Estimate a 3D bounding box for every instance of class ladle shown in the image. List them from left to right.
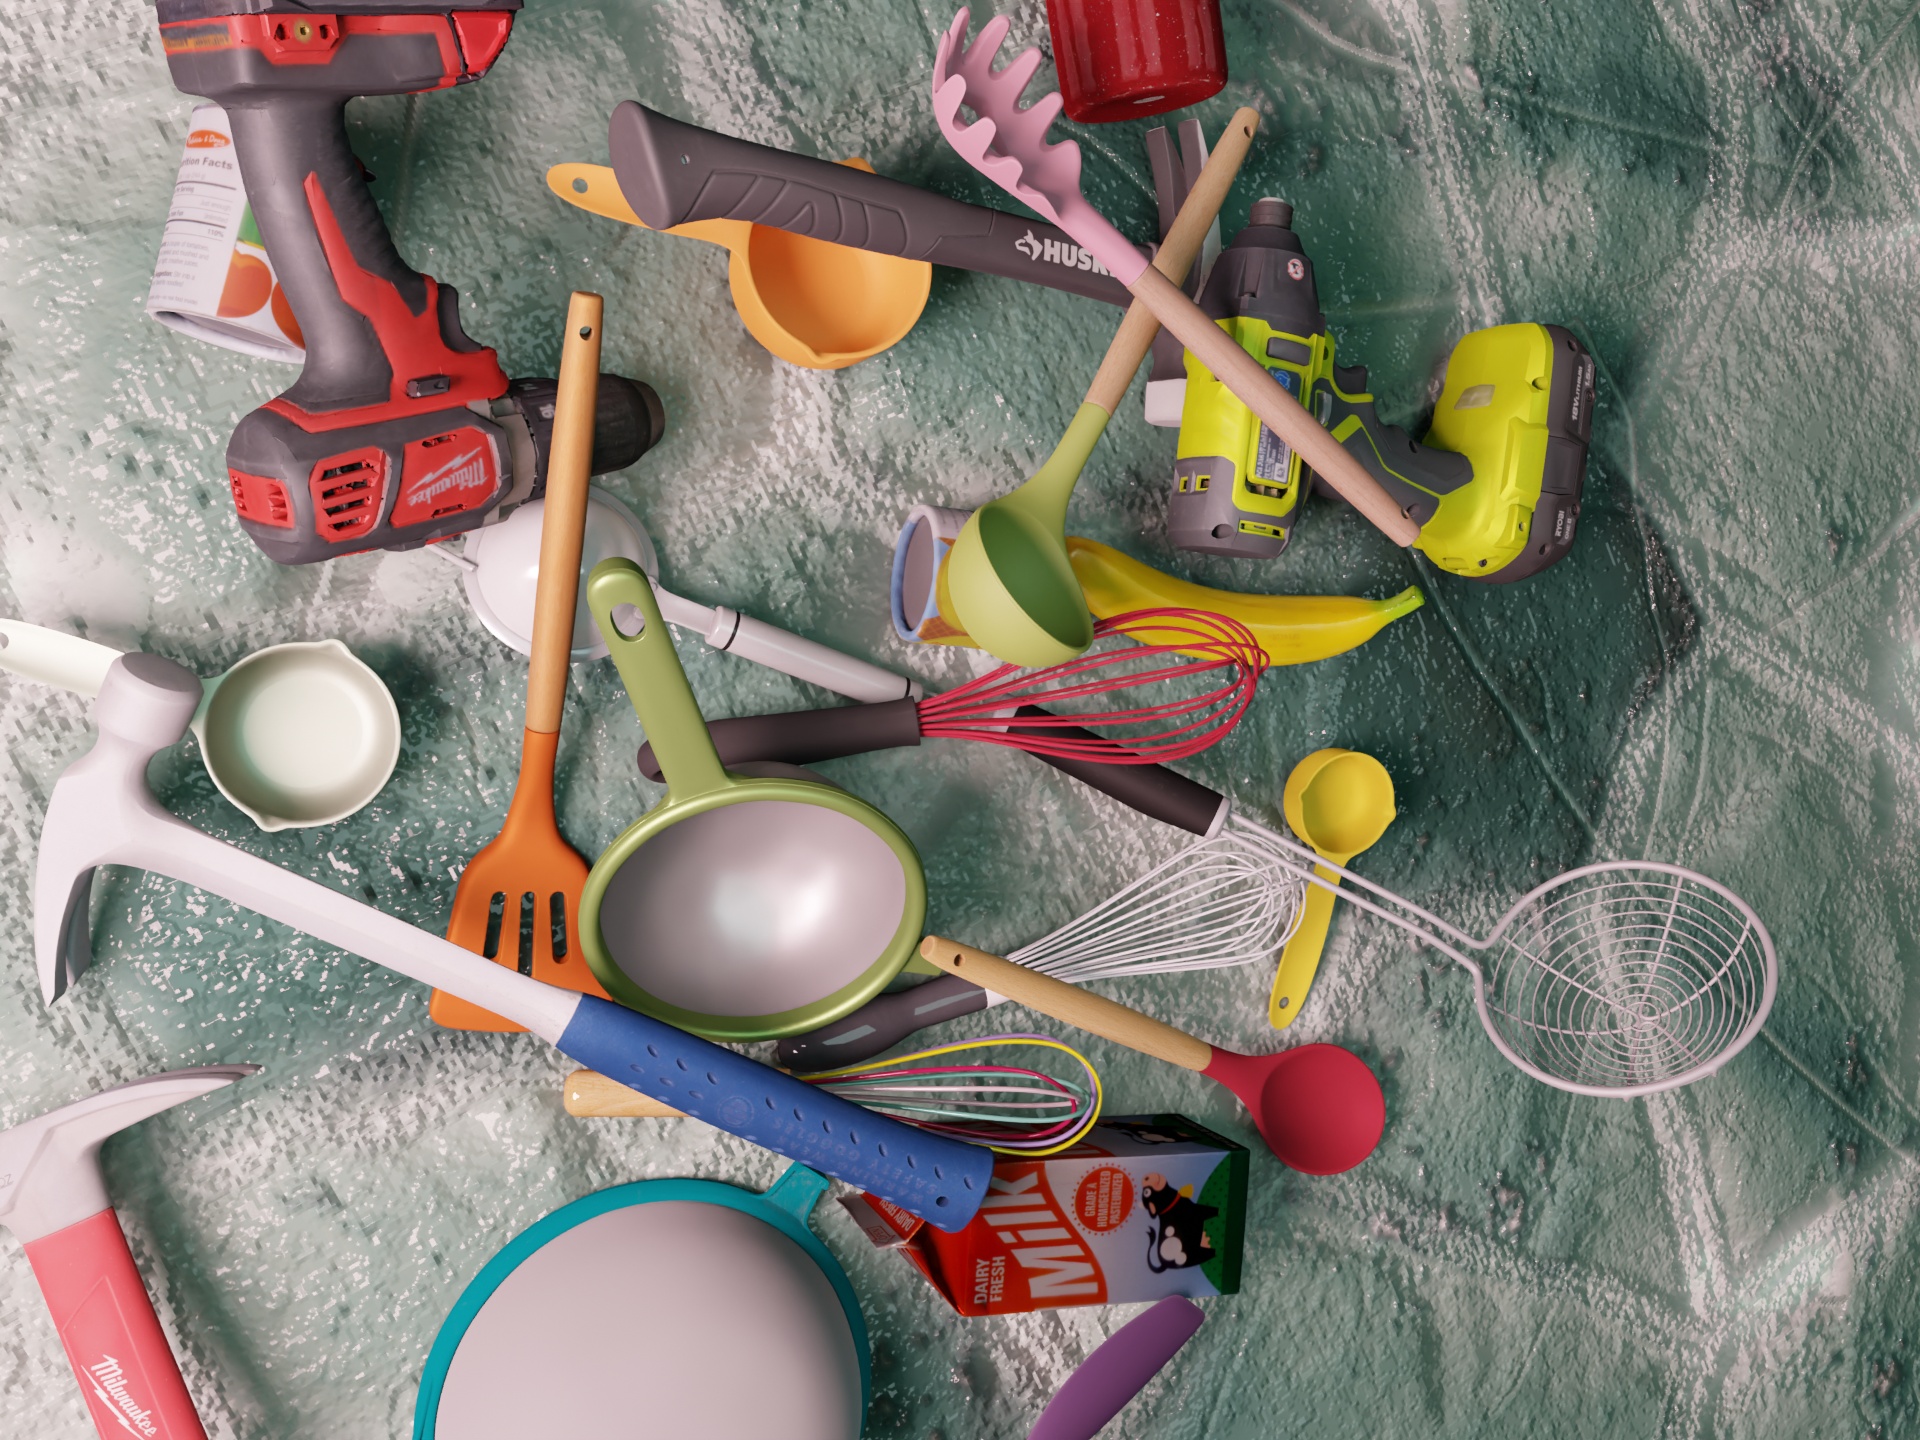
[{"bbox_3d":[0.081,-0.164,0.730,0.078,0.062,0.320,38,69,-31],"label":"ladle"},{"bbox_3d":[0.102,0.161,0.787,0.315,0.031,0.069,28,81,-33],"label":"ladle"}]

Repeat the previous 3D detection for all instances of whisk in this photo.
[{"bbox_3d":[-0.056,0.174,0.725,0.245,0.051,0.047,1,114,-5],"label":"whisk"},{"bbox_3d":[-0.001,-0.002,0.733,0.296,0.073,0.073,-9,95,-4],"label":"whisk"},{"bbox_3d":[0.046,0.119,0.786,0.284,0.070,0.070,-17,97,-15],"label":"whisk"}]

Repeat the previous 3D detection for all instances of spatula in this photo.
[{"bbox_3d":[-0.172,-0.016,0.672,0.081,0.041,0.322,3,113,-21],"label":"spatula"},{"bbox_3d":[-0.002,0.389,0.757,0.316,0.018,0.059,-45,133,-2],"label":"spatula"}]

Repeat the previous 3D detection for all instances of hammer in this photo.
[{"bbox_3d":[-0.278,0.330,0.621,0.143,0.038,0.386,-22,90,-3],"label":"hammer"},{"bbox_3d":[-0.175,0.123,0.657,0.405,0.035,0.144,27,104,-12],"label":"hammer"},{"bbox_3d":[-0.002,-0.223,0.711,0.334,0.035,0.146,0,95,-40],"label":"hammer"}]

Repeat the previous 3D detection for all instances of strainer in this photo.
[{"bbox_3d":[-0.187,0.328,0.676,0.340,0.095,0.211,-9,95,-22],"label":"strainer"},{"bbox_3d":[-0.115,-0.047,0.726,0.258,0.050,0.087,21,70,-24],"label":"strainer"},{"bbox_3d":[-0.106,0.029,0.680,0.151,0.069,0.256,-17,126,-1],"label":"strainer"}]

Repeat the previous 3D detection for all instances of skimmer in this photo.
[{"bbox_3d":[0.183,0.059,0.740,0.363,0.090,0.127,26,60,7],"label":"skimmer"}]

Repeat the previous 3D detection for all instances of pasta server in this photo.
[{"bbox_3d":[0.103,-0.184,0.708,0.316,0.040,0.060,39,52,-18],"label":"pasta server"}]

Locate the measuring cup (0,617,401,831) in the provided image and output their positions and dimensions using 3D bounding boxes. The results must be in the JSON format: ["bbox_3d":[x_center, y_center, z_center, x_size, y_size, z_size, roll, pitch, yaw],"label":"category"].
[{"bbox_3d":[-0.315,-0.009,0.651,0.167,0.038,0.083,20,84,-18],"label":"measuring cup"}]

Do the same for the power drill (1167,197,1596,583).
[{"bbox_3d":[0.214,-0.158,0.811,0.223,0.080,0.171,6,92,-28],"label":"power drill"}]

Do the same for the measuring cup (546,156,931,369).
[{"bbox_3d":[-0.102,-0.214,0.720,0.173,0.052,0.095,12,87,-19],"label":"measuring cup"}]

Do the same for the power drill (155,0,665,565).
[{"bbox_3d":[-0.206,-0.185,0.626,0.188,0.080,0.226,-25,120,-44],"label":"power drill"}]

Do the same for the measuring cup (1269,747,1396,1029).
[{"bbox_3d":[0.187,0.089,0.857,0.062,0.029,0.156,12,99,-21],"label":"measuring cup"}]
